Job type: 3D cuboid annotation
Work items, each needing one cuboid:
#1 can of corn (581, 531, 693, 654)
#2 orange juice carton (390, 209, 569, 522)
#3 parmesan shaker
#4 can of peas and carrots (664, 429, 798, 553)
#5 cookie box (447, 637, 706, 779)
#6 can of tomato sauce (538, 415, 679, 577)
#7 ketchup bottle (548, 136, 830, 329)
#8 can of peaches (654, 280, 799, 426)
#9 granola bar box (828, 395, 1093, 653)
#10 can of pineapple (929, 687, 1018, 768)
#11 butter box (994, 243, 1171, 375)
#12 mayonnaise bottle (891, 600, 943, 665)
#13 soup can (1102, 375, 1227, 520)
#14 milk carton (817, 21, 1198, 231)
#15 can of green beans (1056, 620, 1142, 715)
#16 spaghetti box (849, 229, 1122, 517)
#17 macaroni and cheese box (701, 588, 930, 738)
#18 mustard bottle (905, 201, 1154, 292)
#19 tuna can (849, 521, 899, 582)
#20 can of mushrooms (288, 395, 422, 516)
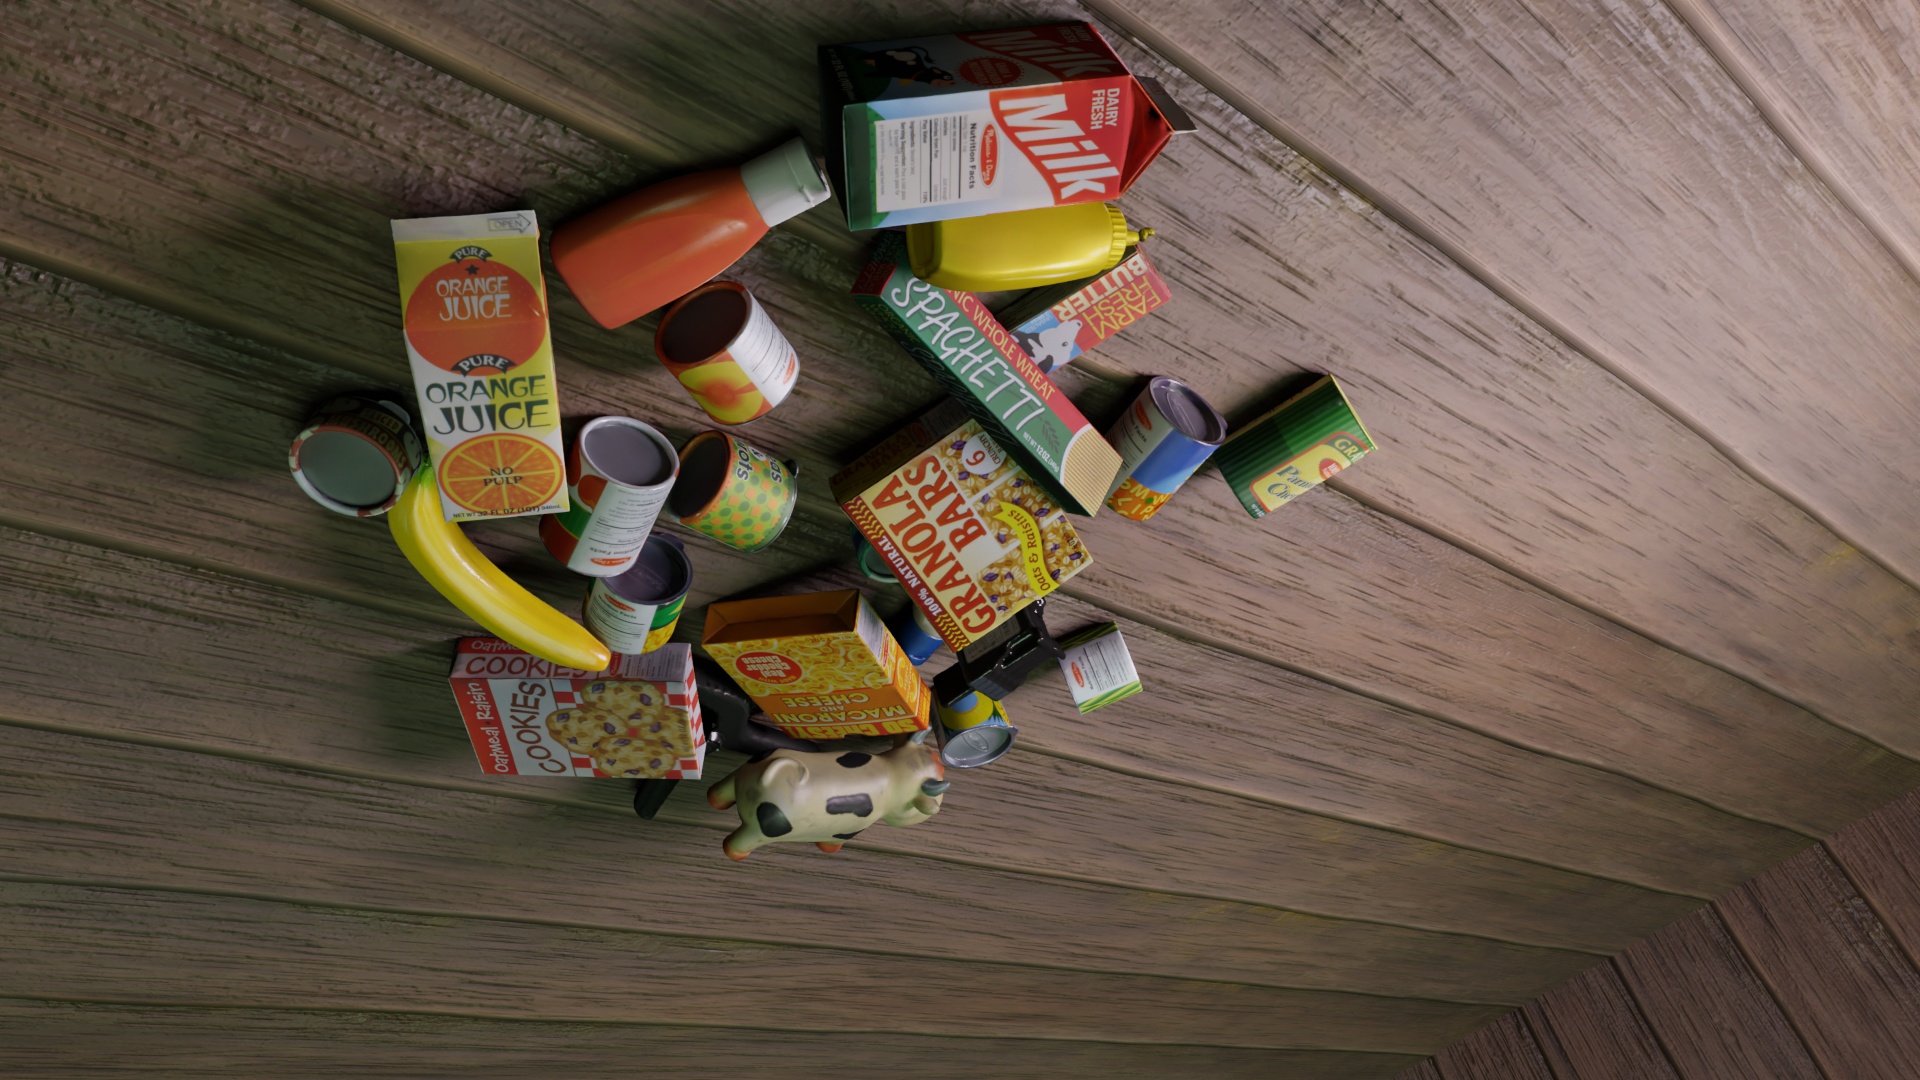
[{"bbox_3d":[-0.223,0.035,0.961,0.071,0.071,0.058,3,138,-26],"label":"can of corn"},{"bbox_3d":[-0.263,-0.101,0.770,0.072,0.073,0.191,-6,140,-15],"label":"orange juice carton"},{"bbox_3d":[0.247,-0.068,1.031,0.103,0.071,0.071,-33,140,17],"label":"parmesan shaker"},{"bbox_3d":[-0.149,-0.034,0.907,0.070,0.071,0.058,-39,137,24],"label":"can of peas and carrots"},{"bbox_3d":[-0.280,0.126,1.032,0.167,0.040,0.122,2,136,-2],"label":"cookie box"},{"bbox_3d":[-0.224,-0.030,0.882,0.071,0.071,0.082,9,134,-31],"label":"can of tomato sauce"},{"bbox_3d":[-0.145,-0.171,0.758,0.149,0.044,0.064,-24,143,6],"label":"ketchup bottle"},{"bbox_3d":[-0.140,-0.110,0.818,0.071,0.071,0.058,-25,142,8],"label":"can of peaches"},{"bbox_3d":[0.003,-0.012,0.970,0.124,0.039,0.165,-34,127,2],"label":"granola bar box"},{"bbox_3d":[0.010,0.156,1.210,0.071,0.058,0.070,-12,142,-9],"label":"can of pineapple"},{"bbox_3d":[0.079,-0.150,0.893,0.103,0.024,0.053,-31,140,14],"label":"butter box"},{"bbox_3d":[-0.002,0.041,1.078,0.065,0.041,0.147,15,130,-34],"label":"mayonnaise bottle"},{"bbox_3d":[0.139,-0.064,0.989,0.071,0.071,0.083,12,133,-33],"label":"soup can"},{"bbox_3d":[0.025,-0.223,0.738,0.191,0.072,0.073,-9,134,-11],"label":"milk carton"},{"bbox_3d":[0.118,0.109,1.190,0.058,0.071,0.071,-22,142,3],"label":"can of green beans"},{"bbox_3d":[0.023,-0.099,0.884,0.249,0.028,0.050,42,69,-41],"label":"spaghetti box"},{"bbox_3d":[-0.108,0.101,1.078,0.123,0.040,0.165,-6,145,17],"label":"macaroni and cheese box"},{"bbox_3d":[0.047,-0.178,0.815,0.161,0.065,0.049,-5,-178,-29],"label":"mustard bottle"},{"bbox_3d":[-0.045,-0.003,1.014,0.071,0.033,0.070,-12,142,-9],"label":"tuna can"},{"bbox_3d":[-0.352,-0.050,0.810,0.071,0.034,0.070,2,127,2],"label":"can of mushrooms"}]
